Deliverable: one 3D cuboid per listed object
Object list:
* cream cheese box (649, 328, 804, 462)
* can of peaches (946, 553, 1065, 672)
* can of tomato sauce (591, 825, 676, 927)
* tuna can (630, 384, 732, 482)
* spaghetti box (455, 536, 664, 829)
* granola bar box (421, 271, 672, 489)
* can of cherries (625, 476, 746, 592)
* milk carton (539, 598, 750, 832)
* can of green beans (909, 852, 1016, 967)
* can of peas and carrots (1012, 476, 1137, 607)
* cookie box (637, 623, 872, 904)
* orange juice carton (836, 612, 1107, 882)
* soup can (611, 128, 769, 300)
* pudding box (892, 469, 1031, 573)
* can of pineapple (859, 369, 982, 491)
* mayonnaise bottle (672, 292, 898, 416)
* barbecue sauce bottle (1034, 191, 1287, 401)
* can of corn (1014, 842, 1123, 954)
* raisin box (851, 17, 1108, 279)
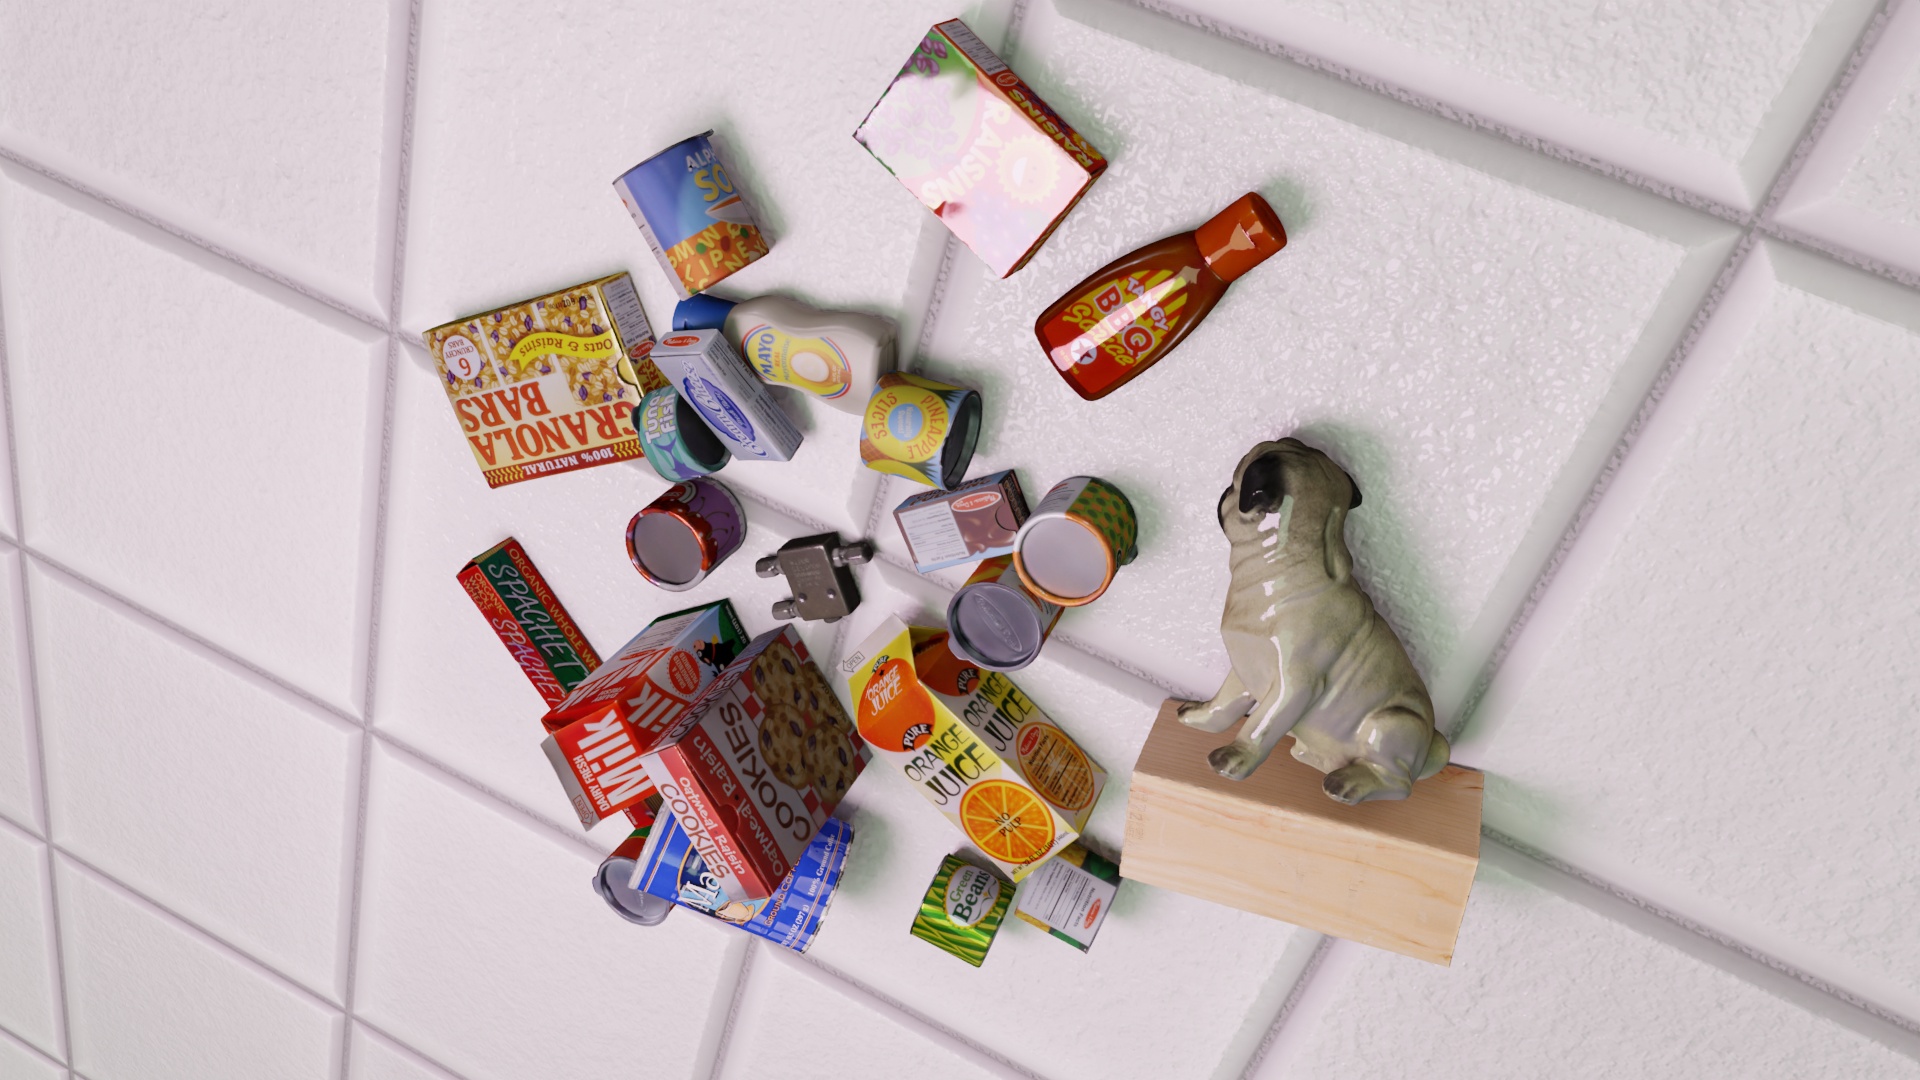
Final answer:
[{"bbox_3d":[-0.152,-0.093,0.912,0.053,0.024,0.103,5,143,41],"label":"cream cheese box"},{"bbox_3d":[0.030,0.045,0.915,0.071,0.058,0.071,10,118,18],"label":"can of peaches"},{"bbox_3d":[-0.242,0.257,1.117,0.071,0.083,0.071,9,118,19],"label":"can of tomato sauce"},{"bbox_3d":[-0.187,-0.075,0.940,0.033,0.071,0.071,-14,108,26],"label":"tuna can"},{"bbox_3d":[-0.303,0.112,1.092,0.028,0.050,0.249,-27,102,30],"label":"spaghetti box"},{"bbox_3d":[-0.287,-0.110,0.983,0.165,0.039,0.123,-9,111,26],"label":"granola bar box"},{"bbox_3d":[-0.196,-0.007,0.984,0.071,0.059,0.071,9,118,18],"label":"can of cherries"},{"bbox_3d":[-0.223,0.121,0.978,0.073,0.191,0.072,-15,108,28],"label":"milk carton"},{"bbox_3d":[0.003,0.275,1.033,0.058,0.071,0.071,24,121,10],"label":"can of green beans"},{"bbox_3d":[0.074,0.002,0.875,0.071,0.059,0.070,10,118,19],"label":"can of peas and carrots"},{"bbox_3d":[-0.137,0.152,0.971,0.040,0.168,0.122,-23,104,29],"label":"cookie box"},{"bbox_3d":[0.003,0.135,0.961,0.192,0.073,0.071,44,123,-1],"label":"orange juice carton"},{"bbox_3d":[-0.166,-0.204,0.872,0.071,0.072,0.083,-22,105,30],"label":"soup can"},{"bbox_3d":[0.003,-0.011,0.915,0.083,0.030,0.049,-14,107,28],"label":"pudding box"},{"bbox_3d":[-0.025,-0.070,0.875,0.058,0.071,0.070,16,120,15],"label":"can of pineapple"},{"bbox_3d":[-0.114,-0.127,0.901,0.148,0.041,0.064,17,127,15],"label":"mayonnaise bottle"},{"bbox_3d":[0.116,-0.142,0.796,0.148,0.044,0.065,-33,98,31],"label":"barbecue sauce bottle"},{"bbox_3d":[0.078,0.251,0.992,0.058,0.071,0.070,26,122,10],"label":"can of corn"},{"bbox_3d":[0.011,-0.225,0.803,0.123,0.040,0.085,44,122,0],"label":"raisin box"}]
